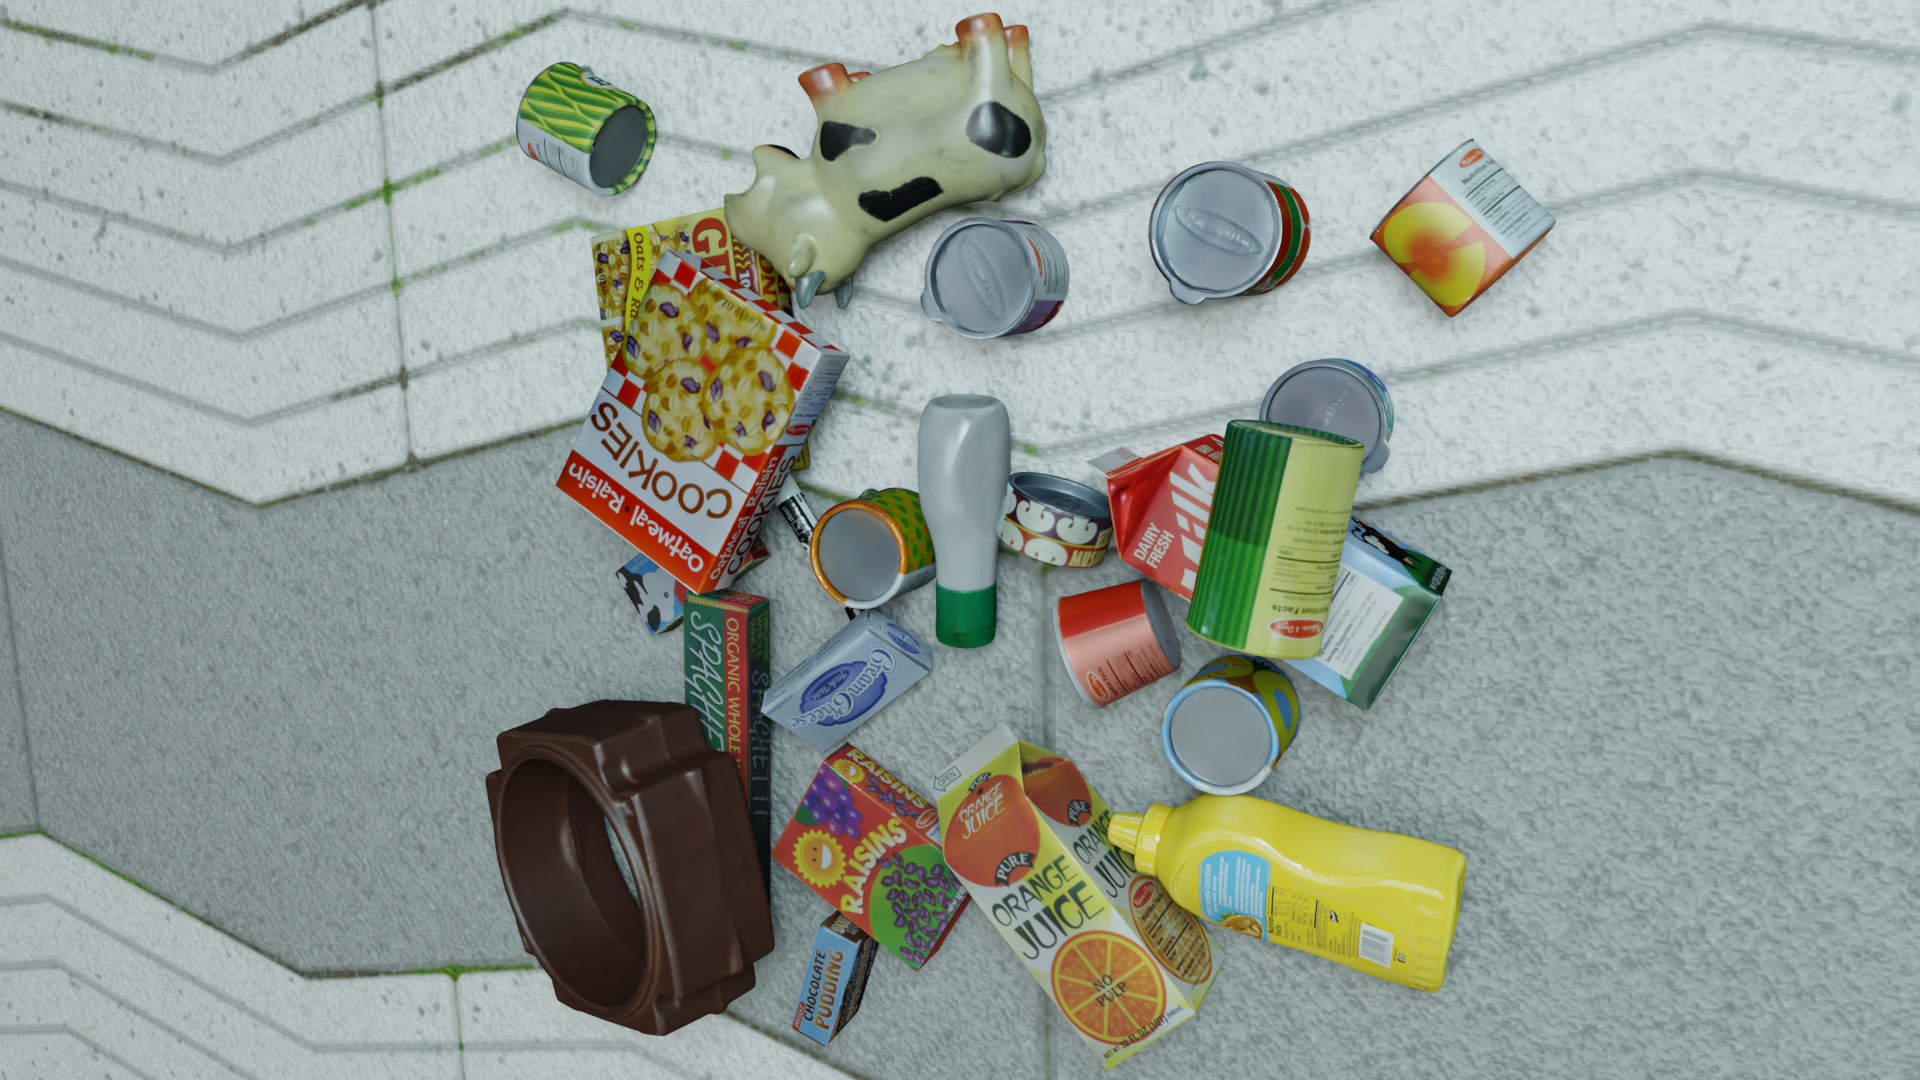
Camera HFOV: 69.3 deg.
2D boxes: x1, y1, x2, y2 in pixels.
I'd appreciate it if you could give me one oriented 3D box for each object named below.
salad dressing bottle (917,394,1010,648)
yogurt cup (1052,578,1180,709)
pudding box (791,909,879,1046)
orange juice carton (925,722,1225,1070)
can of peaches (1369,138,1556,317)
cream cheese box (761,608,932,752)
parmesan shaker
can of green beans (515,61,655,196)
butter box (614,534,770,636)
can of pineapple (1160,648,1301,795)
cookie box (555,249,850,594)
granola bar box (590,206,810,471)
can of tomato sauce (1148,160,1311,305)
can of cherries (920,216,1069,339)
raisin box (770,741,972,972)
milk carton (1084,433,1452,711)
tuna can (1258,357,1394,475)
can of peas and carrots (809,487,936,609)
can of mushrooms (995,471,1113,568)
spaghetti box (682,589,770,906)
[{"bbox_3d":[0.003,-0.010,0.818,0.044,0.064,0.147,13,112,33],"label":"salad dressing bottle"},{"bbox_3d":[0.090,0.056,0.787,0.054,0.072,0.072,-22,90,18],"label":"yogurt cup"},{"bbox_3d":[-0.080,0.281,0.912,0.030,0.050,0.083,22,108,18],"label":"pudding box"},{"bbox_3d":[0.062,0.201,0.820,0.071,0.073,0.193,-43,80,25],"label":"orange juice carton"},{"bbox_3d":[0.244,-0.150,0.679,0.058,0.071,0.071,48,115,9],"label":"can of peaches"},{"bbox_3d":[-0.072,0.089,0.874,0.053,0.024,0.103,37,118,-27],"label":"cream cheese box"},{"bbox_3d":[0.152,-0.002,0.668,0.071,0.071,0.102,14,102,22],"label":"parmesan shaker"},{"bbox_3d":[-0.235,-0.259,0.875,0.058,0.071,0.071,30,111,16],"label":"can of green beans"},{"bbox_3d":[-0.178,0.015,0.923,0.103,0.024,0.053,-35,85,26],"label":"butter box"},{"bbox_3d":[0.149,0.100,0.770,0.071,0.058,0.071,5,101,24],"label":"can of pineapple"},{"bbox_3d":[-0.157,-0.070,0.833,0.123,0.040,0.167,35,107,18],"label":"cookie box"},{"bbox_3d":[-0.165,-0.120,0.876,0.124,0.039,0.165,-6,92,25],"label":"granola bar box"},{"bbox_3d":[0.140,-0.156,0.713,0.071,0.083,0.071,5,102,24],"label":"can of tomato sauce"},{"bbox_3d":[0.019,-0.148,0.784,0.071,0.058,0.071,5,103,23],"label":"can of cherries"},{"bbox_3d":[-0.050,0.201,0.890,0.123,0.040,0.085,35,112,14],"label":"raisin box"},{"bbox_3d":[0.156,0.002,0.742,0.191,0.072,0.073,32,110,15],"label":"milk carton"},{"bbox_3d":[0.196,-0.062,0.733,0.071,0.033,0.071,5,102,24],"label":"tuna can"},{"bbox_3d":[-0.051,0.002,0.843,0.071,0.059,0.070,5,101,23],"label":"can of peas and carrots"},{"bbox_3d":[0.057,-0.011,0.787,0.071,0.071,0.033,23,109,19],"label":"can of mushrooms"},{"bbox_3d":[-0.153,0.151,0.920,0.050,0.029,0.249,10,109,22],"label":"spaghetti box"}]
